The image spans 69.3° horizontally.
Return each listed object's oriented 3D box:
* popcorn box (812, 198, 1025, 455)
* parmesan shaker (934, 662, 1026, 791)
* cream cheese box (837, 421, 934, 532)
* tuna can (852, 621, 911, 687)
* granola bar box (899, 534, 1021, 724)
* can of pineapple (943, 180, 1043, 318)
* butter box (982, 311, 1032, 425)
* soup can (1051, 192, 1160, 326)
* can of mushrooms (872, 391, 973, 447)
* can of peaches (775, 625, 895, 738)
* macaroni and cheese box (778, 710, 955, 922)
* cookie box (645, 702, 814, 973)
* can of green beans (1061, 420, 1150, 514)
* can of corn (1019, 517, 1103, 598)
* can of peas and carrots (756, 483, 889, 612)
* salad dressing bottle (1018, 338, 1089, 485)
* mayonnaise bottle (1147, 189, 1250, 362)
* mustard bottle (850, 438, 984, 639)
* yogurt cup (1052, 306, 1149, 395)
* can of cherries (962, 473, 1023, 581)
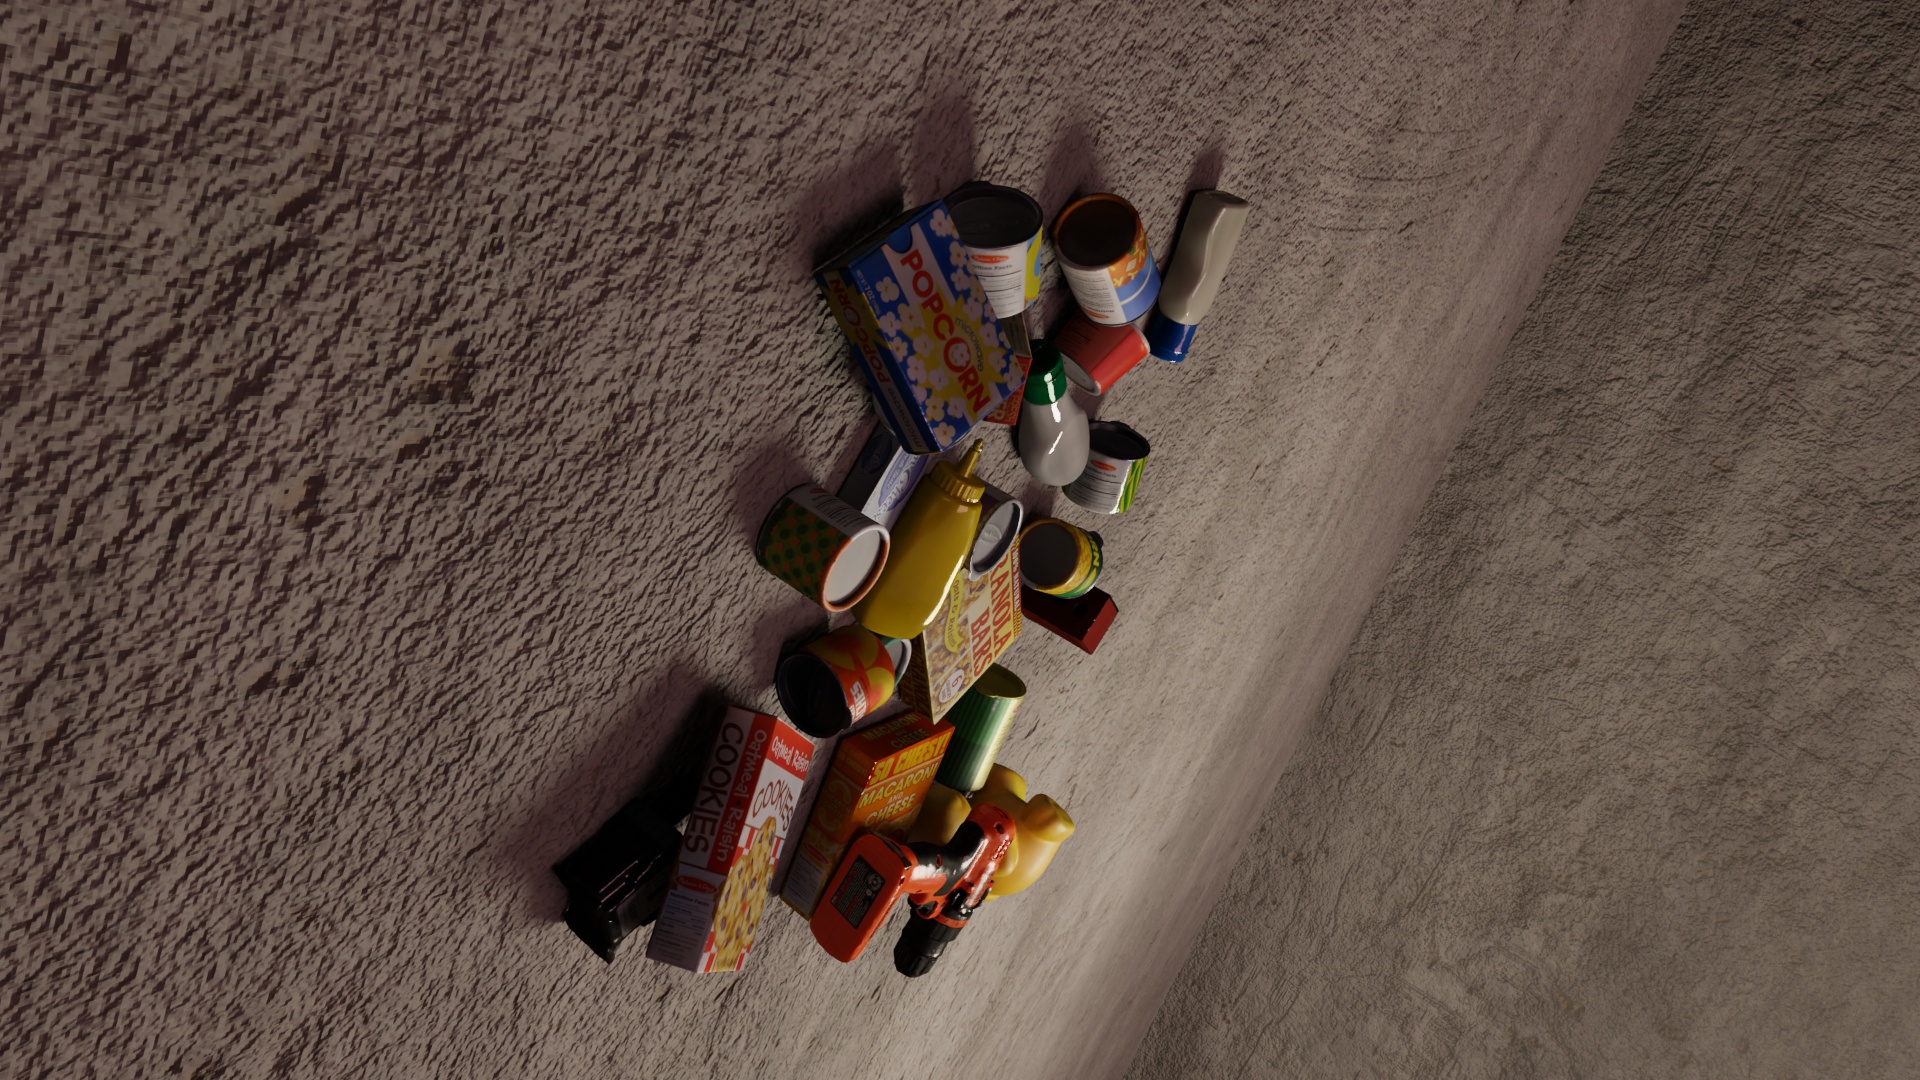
[{"bbox_3d":[-0.022,-0.126,0.829,0.085,0.038,0.126,-42,117,-31],"label":"popcorn box"},{"bbox_3d":[0.009,0.167,1.252,0.071,0.071,0.102,-10,127,-59],"label":"parmesan shaker"},{"bbox_3d":[-0.045,-0.054,0.954,0.103,0.024,0.053,-60,157,2],"label":"cream cheese box"},{"bbox_3d":[-0.071,0.095,1.061,0.071,0.033,0.070,-44,151,-31],"label":"tuna can"},{"bbox_3d":[-0.002,0.058,1.143,0.125,0.039,0.164,-45,152,-27],"label":"granola bar box"},{"bbox_3d":[0.019,-0.184,0.880,0.071,0.071,0.057,-43,152,-31],"label":"can of pineapple"},{"bbox_3d":[0.028,-0.125,0.943,0.104,0.024,0.052,-95,-164,-57],"label":"butter box"},{"bbox_3d":[0.109,-0.208,1.021,0.071,0.071,0.083,-56,155,-7],"label":"soup can"},{"bbox_3d":[-0.020,-0.095,0.903,0.071,0.071,0.033,-57,154,-4],"label":"can of mushrooms"},{"bbox_3d":[-0.087,0.101,0.994,0.058,0.071,0.071,-27,141,-51],"label":"can of peaches"},{"bbox_3d":[-0.080,0.232,1.191,0.124,0.040,0.165,-12,129,-57],"label":"macaroni and cheese box"},{"bbox_3d":[-0.153,0.203,0.941,0.122,0.040,0.168,73,32,-72],"label":"cookie box"},{"bbox_3d":[0.127,-0.064,1.215,0.071,0.071,0.057,-29,142,-48],"label":"can of green beans"},{"bbox_3d":[0.087,0.014,1.227,0.071,0.071,0.058,-61,155,4],"label":"can of corn"},{"bbox_3d":[-0.089,0.007,0.899,0.071,0.059,0.070,-42,150,-31],"label":"can of peas and carrots"},{"bbox_3d":[0.070,-0.100,1.097,0.064,0.044,0.147,-48,152,-18],"label":"salad dressing bottle"},{"bbox_3d":[0.202,-0.228,1.206,0.065,0.041,0.147,-20,136,-52],"label":"mayonnaise bottle"},{"bbox_3d":[-0.022,-0.006,0.994,0.065,0.049,0.159,19,109,-33],"label":"mustard bottle"},{"bbox_3d":[0.106,-0.150,1.085,0.054,0.072,0.072,-47,154,-6],"label":"yogurt cup"},{"bbox_3d":[0.004,-0.013,1.051,0.072,0.058,0.071,-44,152,-30],"label":"can of cherries"}]
